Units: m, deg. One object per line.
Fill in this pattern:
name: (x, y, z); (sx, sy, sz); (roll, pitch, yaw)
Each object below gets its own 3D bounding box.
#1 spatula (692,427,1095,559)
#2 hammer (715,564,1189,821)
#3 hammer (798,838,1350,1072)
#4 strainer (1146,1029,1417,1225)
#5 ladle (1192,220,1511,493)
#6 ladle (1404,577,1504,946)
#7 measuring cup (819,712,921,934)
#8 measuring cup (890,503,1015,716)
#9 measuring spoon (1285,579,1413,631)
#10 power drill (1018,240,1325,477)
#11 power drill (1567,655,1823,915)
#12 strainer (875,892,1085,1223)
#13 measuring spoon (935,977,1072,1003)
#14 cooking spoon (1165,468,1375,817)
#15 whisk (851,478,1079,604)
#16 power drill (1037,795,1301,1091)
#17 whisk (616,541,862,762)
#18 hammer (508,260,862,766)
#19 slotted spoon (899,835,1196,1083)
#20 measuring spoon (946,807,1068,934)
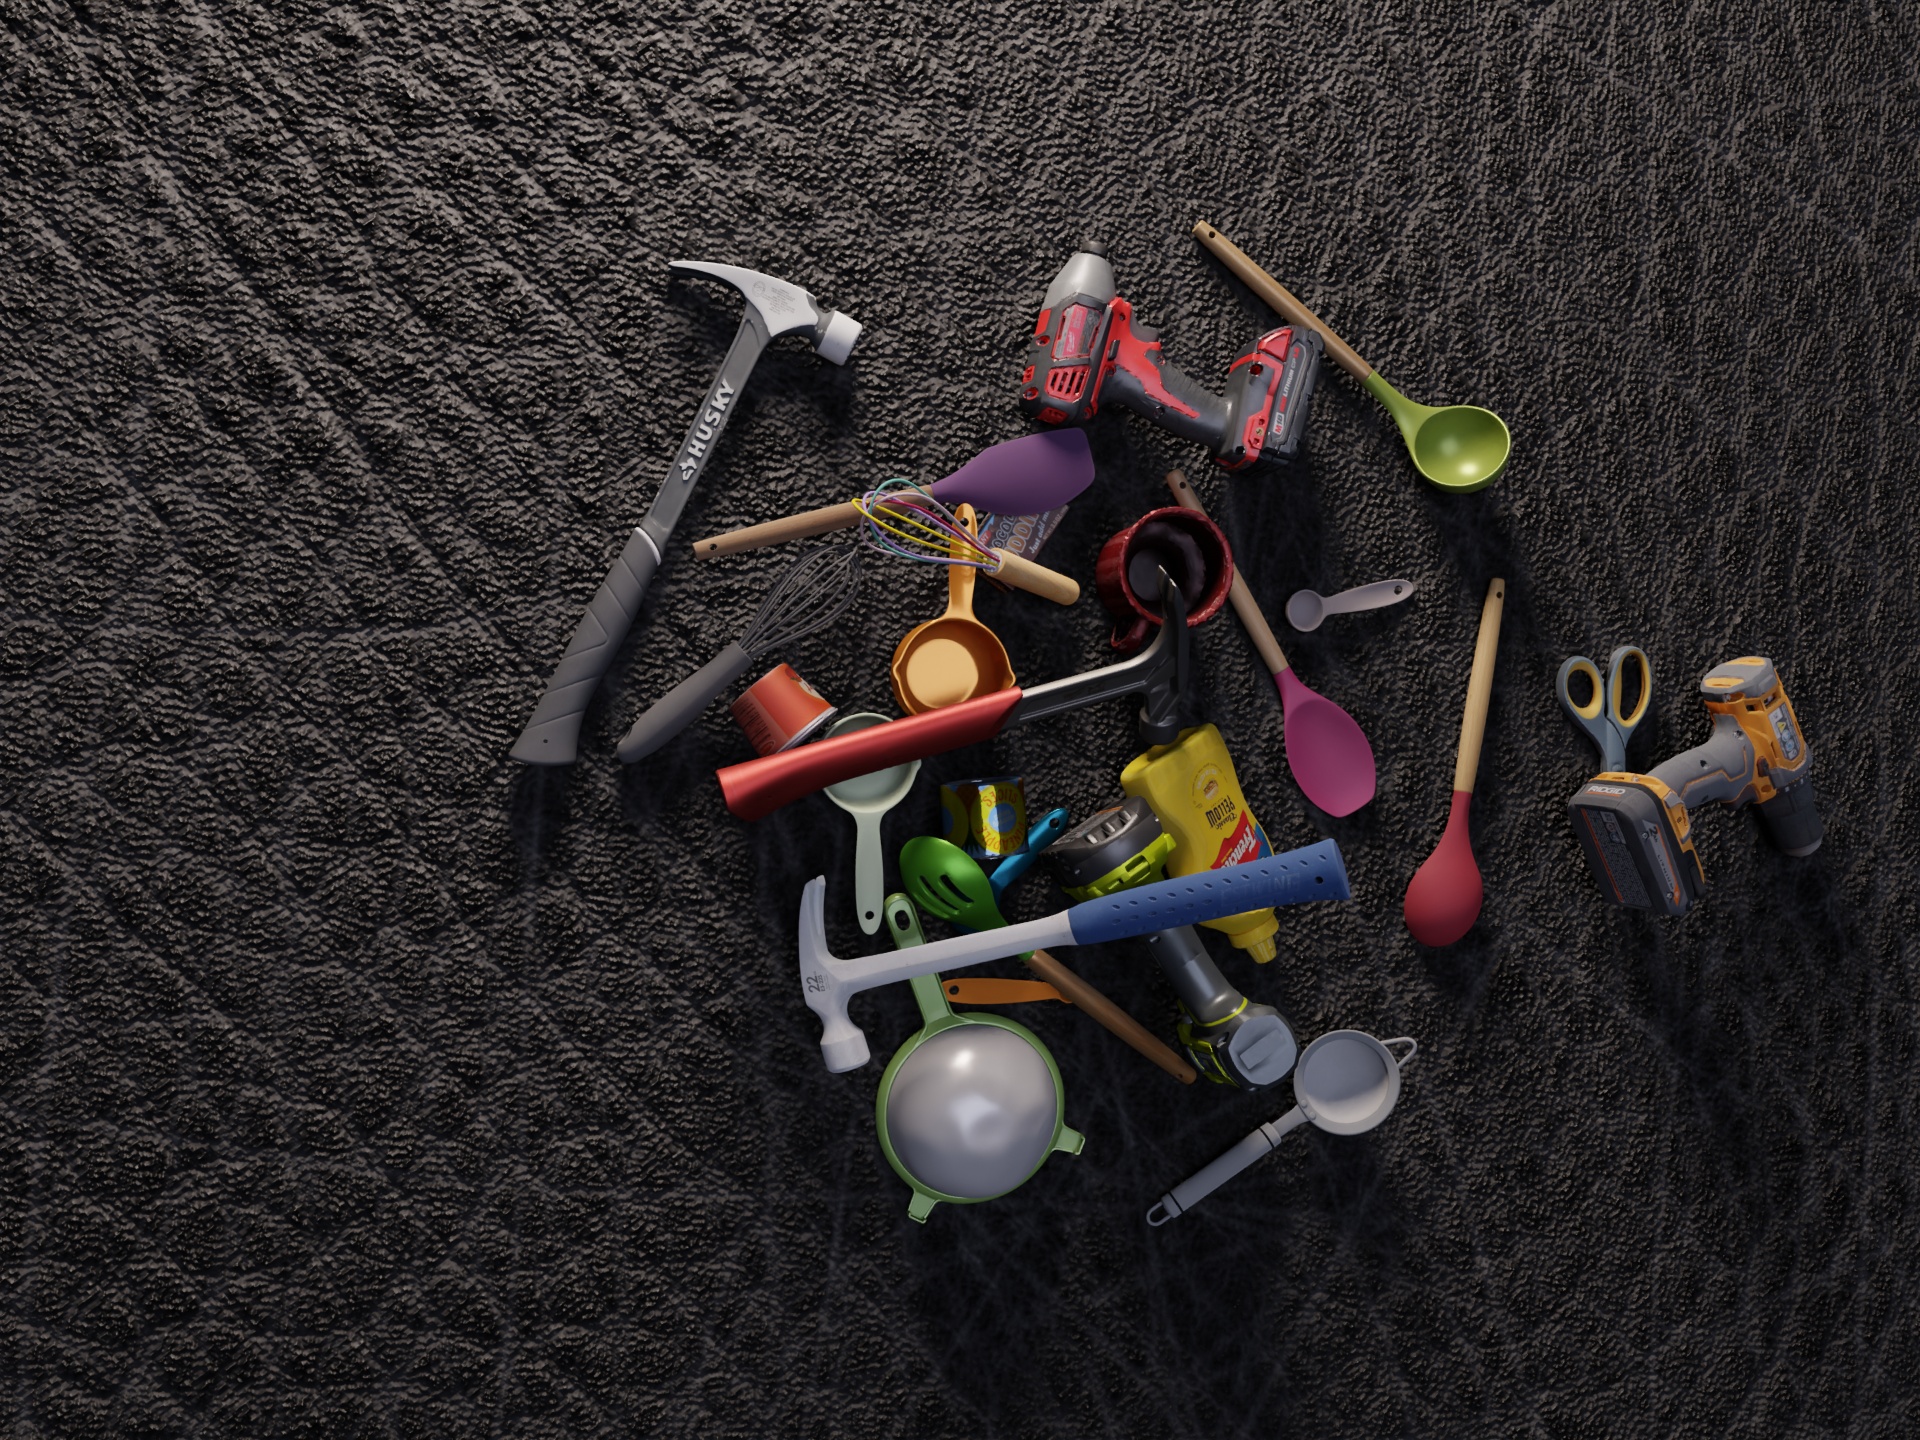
spatula: (-0.046, -0.161, 1.195); (0.316, 0.018, 0.060); (-15, 96, -14)
hammer: (-0.002, -0.004, 1.160); (0.359, 0.037, 0.149); (-16, 130, -12)
hammer: (0.068, 0.143, 1.128); (0.405, 0.035, 0.144); (-15, 92, 18)
strainer: (0.256, 0.330, 1.289); (0.258, 0.050, 0.087); (-34, 92, -5)
ladle: (0.316, -0.300, 1.292); (0.320, 0.062, 0.078); (39, 82, -8)
ladle: (0.427, 0.035, 1.335); (0.069, 0.031, 0.315); (11, 86, -13)
measuring cup: (-0.073, 0.077, 1.212); (0.083, 0.038, 0.167); (-2, 93, -13)
measuring cup: (-0.007, -0.077, 1.217); (0.095, 0.052, 0.173); (4, 90, -14)
measuring spoon: (0.320, -0.099, 1.317); (0.124, 0.018, 0.034); (-12, 96, -20)
power drill: (0.164, -0.282, 1.248); (0.219, 0.078, 0.143); (15, 86, -10)
power drill: (0.639, 0.077, 1.352); (0.226, 0.084, 0.185); (-34, 106, -20)
strainer: (-0.003, 0.254, 1.207); (0.151, 0.069, 0.256); (-21, 98, -10)
measuring spoon: (0.037, 0.212, 1.253); (0.117, 0.011, 0.021); (2, 98, -10)
cooking spoon: (0.249, -0.063, 1.296); (0.069, 0.017, 0.319); (-31, 97, -5)
whisk: (0.009, -0.124, 1.160); (0.244, 0.047, 0.051); (15, 83, -49)
power drill: (0.156, 0.173, 1.208); (0.080, 0.171, 0.223); (-33, 89, -10)
whisk: (-0.164, -0.051, 1.188); (0.239, 0.055, 0.055); (-42, 99, -5)
hammer: (-0.227, -0.150, 1.176); (0.149, 0.036, 0.409); (27, 85, -11)
slotted spoon: (0.073, 0.194, 1.230); (0.313, 0.070, 0.031); (40, 40, -19)
measuring spoon: (0.041, 0.117, 1.245); (0.042, 0.021, 0.128); (45, 83, -10)
